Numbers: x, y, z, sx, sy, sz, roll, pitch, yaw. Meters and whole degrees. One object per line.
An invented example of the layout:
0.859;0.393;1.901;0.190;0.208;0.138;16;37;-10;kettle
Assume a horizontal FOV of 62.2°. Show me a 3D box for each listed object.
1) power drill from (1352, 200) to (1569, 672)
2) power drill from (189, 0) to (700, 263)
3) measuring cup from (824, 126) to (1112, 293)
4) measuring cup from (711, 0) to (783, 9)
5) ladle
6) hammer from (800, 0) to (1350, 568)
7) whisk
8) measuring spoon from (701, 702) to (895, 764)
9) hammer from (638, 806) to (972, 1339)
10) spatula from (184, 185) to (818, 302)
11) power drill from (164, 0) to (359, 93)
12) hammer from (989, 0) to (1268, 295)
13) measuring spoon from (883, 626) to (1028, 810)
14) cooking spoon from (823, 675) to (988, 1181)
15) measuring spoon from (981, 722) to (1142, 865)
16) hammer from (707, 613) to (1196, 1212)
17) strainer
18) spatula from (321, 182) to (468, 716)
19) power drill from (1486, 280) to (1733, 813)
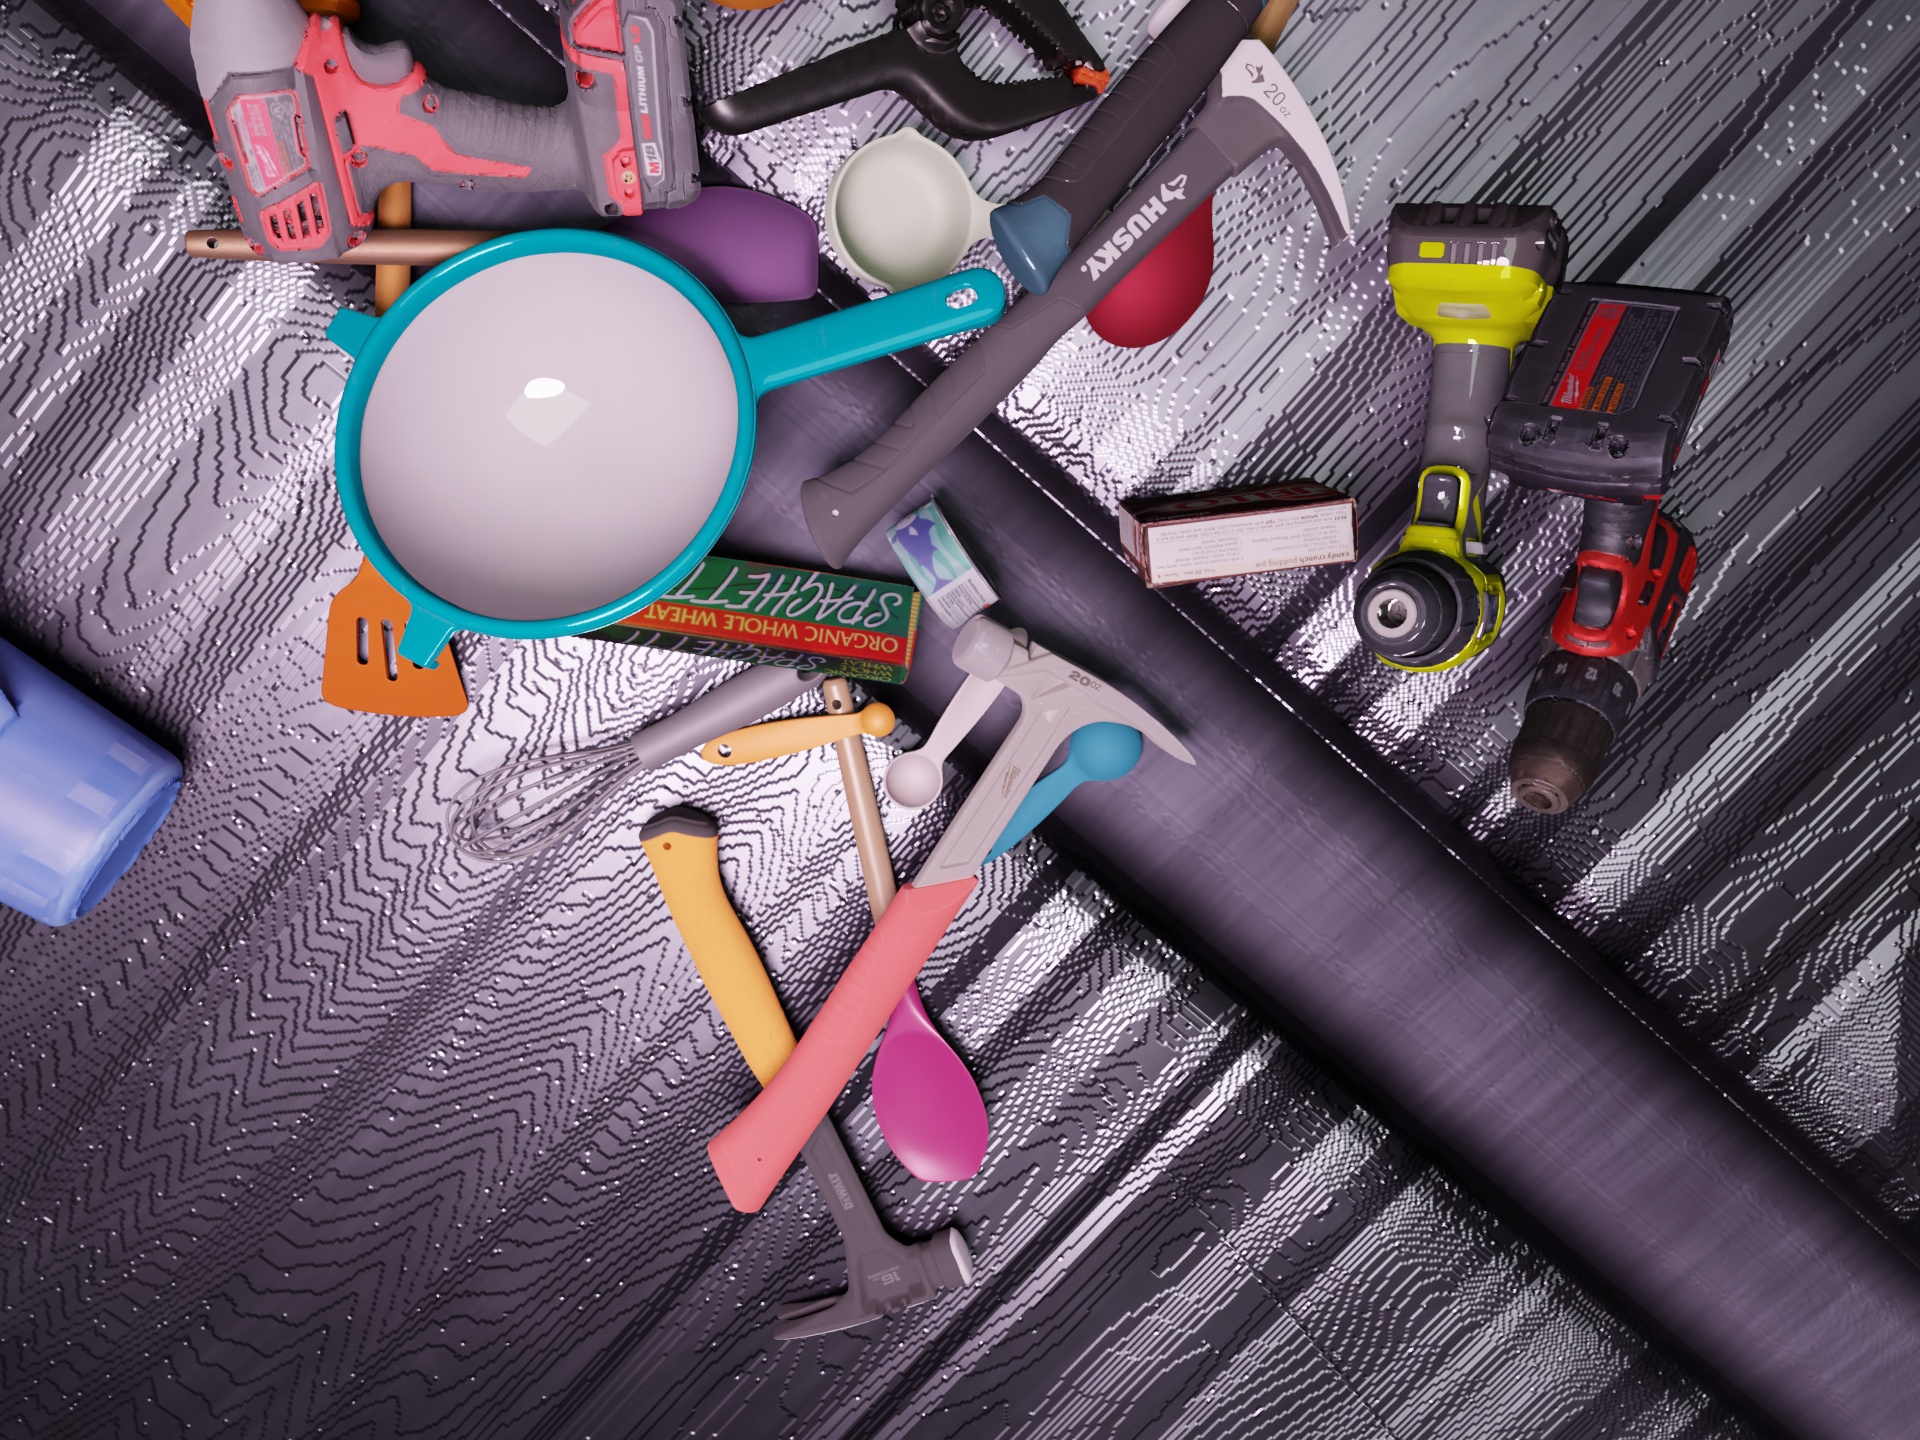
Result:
0.245;-0.136;0.800;0.080;0.190;0.228;9;98;24;power drill
-0.242;-0.301;0.752;0.219;0.079;0.143;-11;130;-12;power drill
0.009;-0.264;0.839;0.167;0.038;0.083;-2;104;-19;measuring cup
-0.104;-0.440;0.780;0.095;0.052;0.173;5;101;-4;measuring cup
0.151;-0.342;0.826;0.069;0.031;0.315;23;100;-19;ladle
0.046;-0.202;0.814;0.335;0.035;0.146;-44;94;6;hammer
-0.179;0.015;0.889;0.239;0.055;0.055;-27;103;0;whisk
-0.093;0.010;0.893;0.117;0.011;0.021;-11;102;14;measuring spoon
-0.113;0.208;0.938;0.127;0.034;0.336;-21;102;7;hammer
-0.231;-0.246;0.822;0.316;0.018;0.059;-3;100;-10;spatula
-0.284;-0.401;0.768;0.226;0.084;0.164;-40;102;11;power drill
0.124;-0.340;0.762;0.128;0.033;0.331;39;83;-2;hammer
-0.001;-0.003;0.908;0.034;0.018;0.124;36;93;-14;measuring spoon
-0.039;0.128;0.932;0.069;0.017;0.318;-8;104;16;cooking spoon
0.052;0.044;0.913;0.128;0.021;0.042;-41;101;5;measuring spoon
-0.023;0.125;0.886;0.149;0.037;0.359;30;98;-20;hammer
-0.139;-0.154;0.813;0.340;0.095;0.211;-17;78;0;strainer
-0.304;-0.158;0.853;0.081;0.041;0.322;4;99;-4;spatula
0.314;-0.079;0.786;0.188;0.080;0.226;-58;145;-25;power drill
